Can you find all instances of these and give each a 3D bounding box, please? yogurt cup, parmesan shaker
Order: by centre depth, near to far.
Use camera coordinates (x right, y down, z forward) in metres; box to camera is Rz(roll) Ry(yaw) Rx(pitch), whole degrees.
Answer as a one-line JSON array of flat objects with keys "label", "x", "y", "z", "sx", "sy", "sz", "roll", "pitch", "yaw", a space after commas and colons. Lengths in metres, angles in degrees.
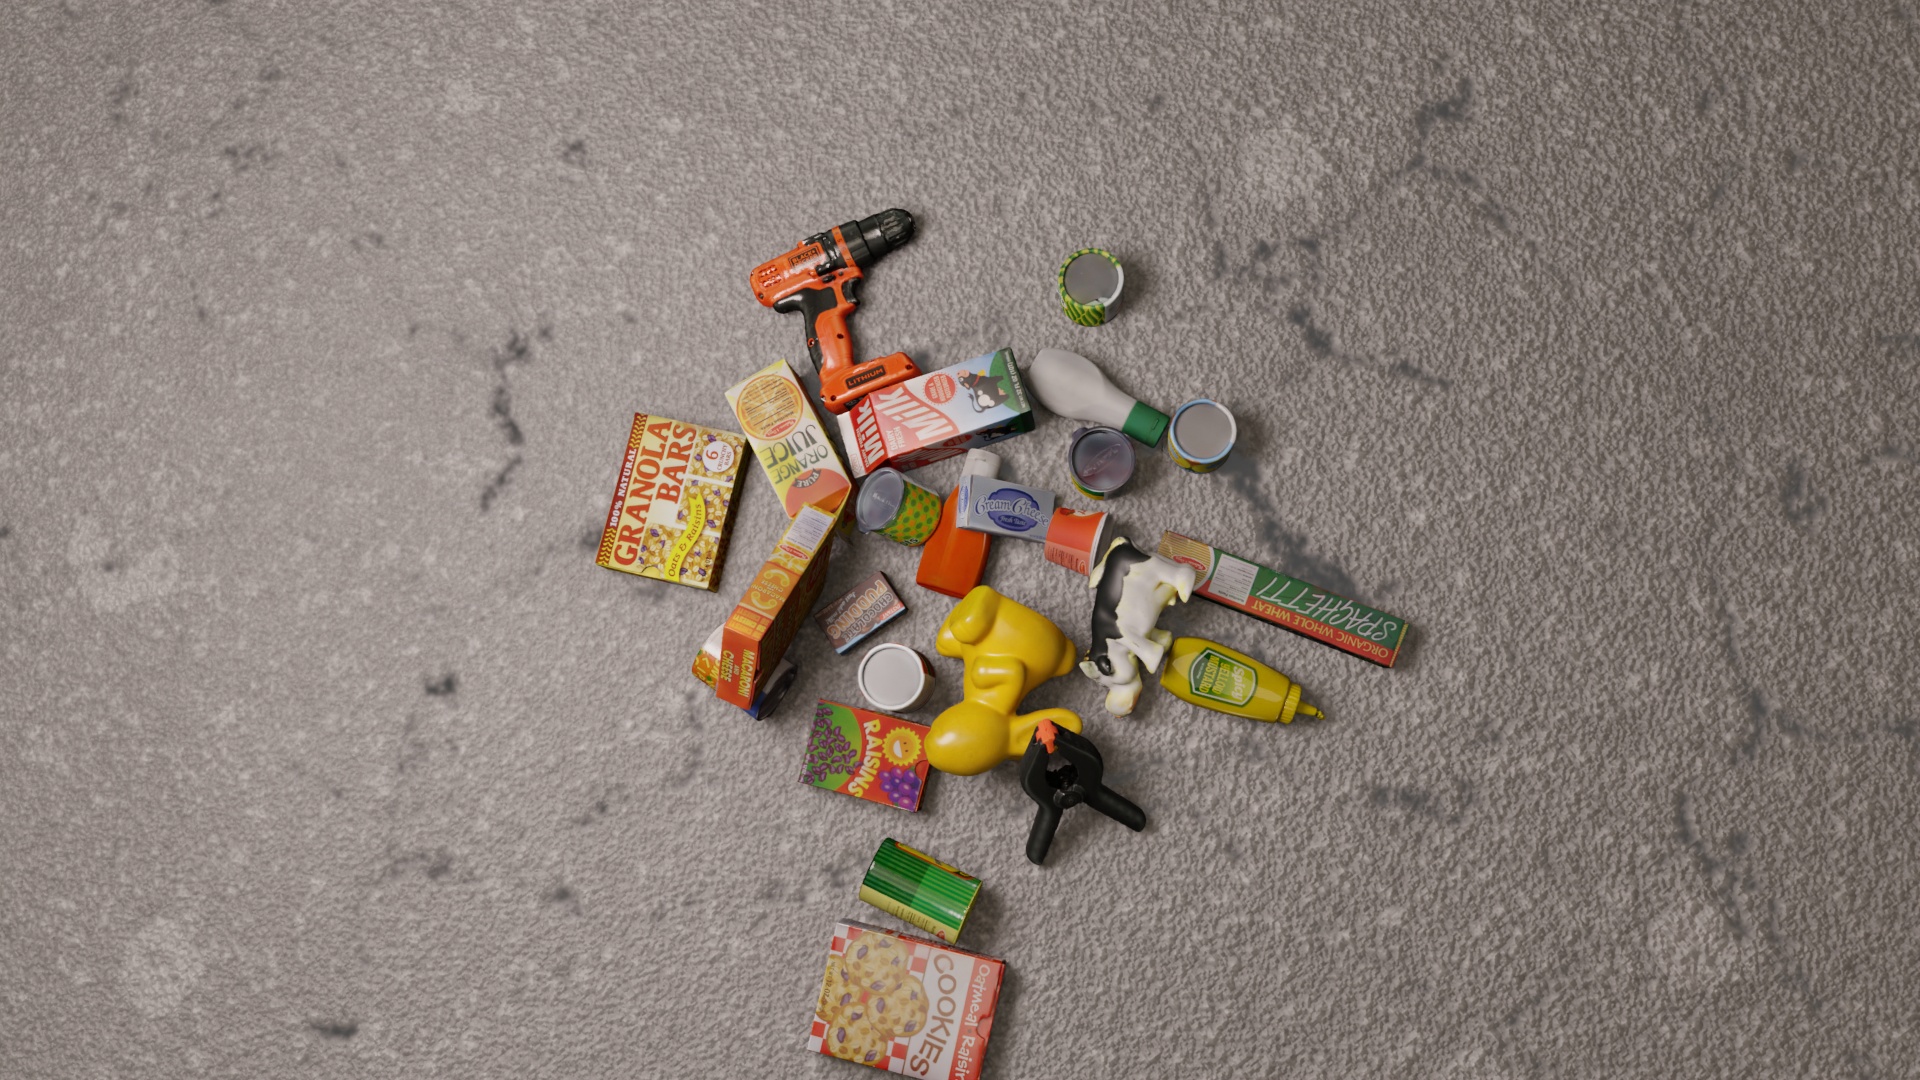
[{"label": "parmesan shaker", "x": -0.038, "y": 0.335, "z": 1.334, "sx": 0.103, "sy": 0.071, "sz": 0.071, "roll": 24, "pitch": 85, "yaw": 9}, {"label": "yogurt cup", "x": 0.116, "y": -0.001, "z": 1.376, "sx": 0.054, "sy": 0.072, "sz": 0.072, "roll": 15, "pitch": 83, "yaw": 16}]

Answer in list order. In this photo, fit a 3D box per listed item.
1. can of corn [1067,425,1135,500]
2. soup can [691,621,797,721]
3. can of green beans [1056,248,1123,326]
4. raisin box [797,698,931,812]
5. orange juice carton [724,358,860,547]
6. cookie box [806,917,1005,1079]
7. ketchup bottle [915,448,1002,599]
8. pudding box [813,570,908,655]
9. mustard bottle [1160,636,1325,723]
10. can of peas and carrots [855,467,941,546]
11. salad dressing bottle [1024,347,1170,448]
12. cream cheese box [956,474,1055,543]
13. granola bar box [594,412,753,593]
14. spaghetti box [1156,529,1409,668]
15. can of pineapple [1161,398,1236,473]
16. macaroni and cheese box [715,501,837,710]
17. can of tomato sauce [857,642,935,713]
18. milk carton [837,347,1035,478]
[{"label": "can of corn", "x": 0.139, "y": -0.078, "z": 1.387, "sx": 0.071, "sy": 0.058, "sz": 0.071, "roll": -1, "pitch": 82, "yaw": 6}, {"label": "soup can", "x": -0.216, "y": 0.132, "z": 1.388, "sx": 0.084, "sy": 0.071, "sz": 0.071, "roll": 33, "pitch": 86, "yaw": 10}, {"label": "can of green beans", "x": 0.133, "y": -0.258, "z": 1.416, "sx": 0.071, "sy": 0.058, "sz": 0.071, "roll": -1, "pitch": 81, "yaw": 6}, {"label": "raisin box", "x": -0.089, "y": 0.212, "z": 1.375, "sx": 0.123, "sy": 0.040, "sz": 0.086, "roll": 14, "pitch": 82, "yaw": 7}, {"label": "orange juice carton", "x": -0.159, "y": -0.079, "z": 1.410, "sx": 0.073, "sy": 0.071, "sz": 0.193, "roll": -29, "pitch": 79, "yaw": 1}, {"label": "cookie box", "x": -0.051, "y": 0.445, "z": 1.334, "sx": 0.167, "sy": 0.040, "sz": 0.123, "roll": 12, "pitch": 83, "yaw": 7}, {"label": "ketchup bottle", "x": 0.005, "y": -0.018, "z": 1.398, "sx": 0.065, "sy": 0.043, "sz": 0.149, "roll": 15, "pitch": 83, "yaw": 15}, {"label": "pudding box", "x": -0.100, "y": 0.074, "z": 1.402, "sx": 0.084, "sy": 0.030, "sz": 0.050, "roll": -34, "pitch": 81, "yaw": 0}, {"label": "mustard bottle", "x": 0.277, "y": 0.142, "z": 1.344, "sx": 0.160, "sy": 0.049, "sz": 0.065, "roll": 18, "pitch": 87, "yaw": 8}, {"label": "can of peas and carrots", "x": -0.062, "y": -0.030, "z": 1.387, "sx": 0.071, "sy": 0.058, "sz": 0.071, "roll": -20, "pitch": 59, "yaw": 37}, {"label": "salad dressing bottle", "x": 0.139, "y": -0.142, "z": 1.405, "sx": 0.148, "sy": 0.044, "sz": 0.064, "roll": 29, "pitch": 83, "yaw": 8}, {"label": "cream cheese box", "x": 0.046, "y": -0.030, "z": 1.377, "sx": 0.104, "sy": 0.024, "sz": 0.053, "roll": 11, "pitch": 80, "yaw": -32}, {"label": "granola bar box", "x": -0.294, "y": -0.040, "z": 1.434, "sx": 0.124, "sy": 0.039, "sz": 0.165, "roll": 12, "pitch": 82, "yaw": 8}, {"label": "spaghetti box", "x": 0.310, "y": 0.058, "z": 1.364, "sx": 0.250, "sy": 0.028, "sz": 0.050, "roll": 21, "pitch": 84, "yaw": 9}, {"label": "can of pineapple", "x": 0.238, "y": -0.103, "z": 1.381, "sx": 0.071, "sy": 0.058, "sz": 0.071, "roll": -1, "pitch": 82, "yaw": 6}, {"label": "macaroni and cheese box", "x": -0.174, "y": 0.063, "z": 1.326, "sx": 0.040, "sy": 0.123, "sz": 0.167, "roll": 23, "pitch": 50, "yaw": 5}, {"label": "can of tomato sauce", "x": -0.064, "y": 0.134, "z": 1.362, "sx": 0.071, "sy": 0.083, "sz": 0.071, "roll": -1, "pitch": 81, "yaw": 6}, {"label": "milk carton", "x": -0.026, "y": -0.124, "z": 1.402, "sx": 0.190, "sy": 0.073, "sz": 0.072, "roll": -17, "pitch": 77, "yaw": 3}]
